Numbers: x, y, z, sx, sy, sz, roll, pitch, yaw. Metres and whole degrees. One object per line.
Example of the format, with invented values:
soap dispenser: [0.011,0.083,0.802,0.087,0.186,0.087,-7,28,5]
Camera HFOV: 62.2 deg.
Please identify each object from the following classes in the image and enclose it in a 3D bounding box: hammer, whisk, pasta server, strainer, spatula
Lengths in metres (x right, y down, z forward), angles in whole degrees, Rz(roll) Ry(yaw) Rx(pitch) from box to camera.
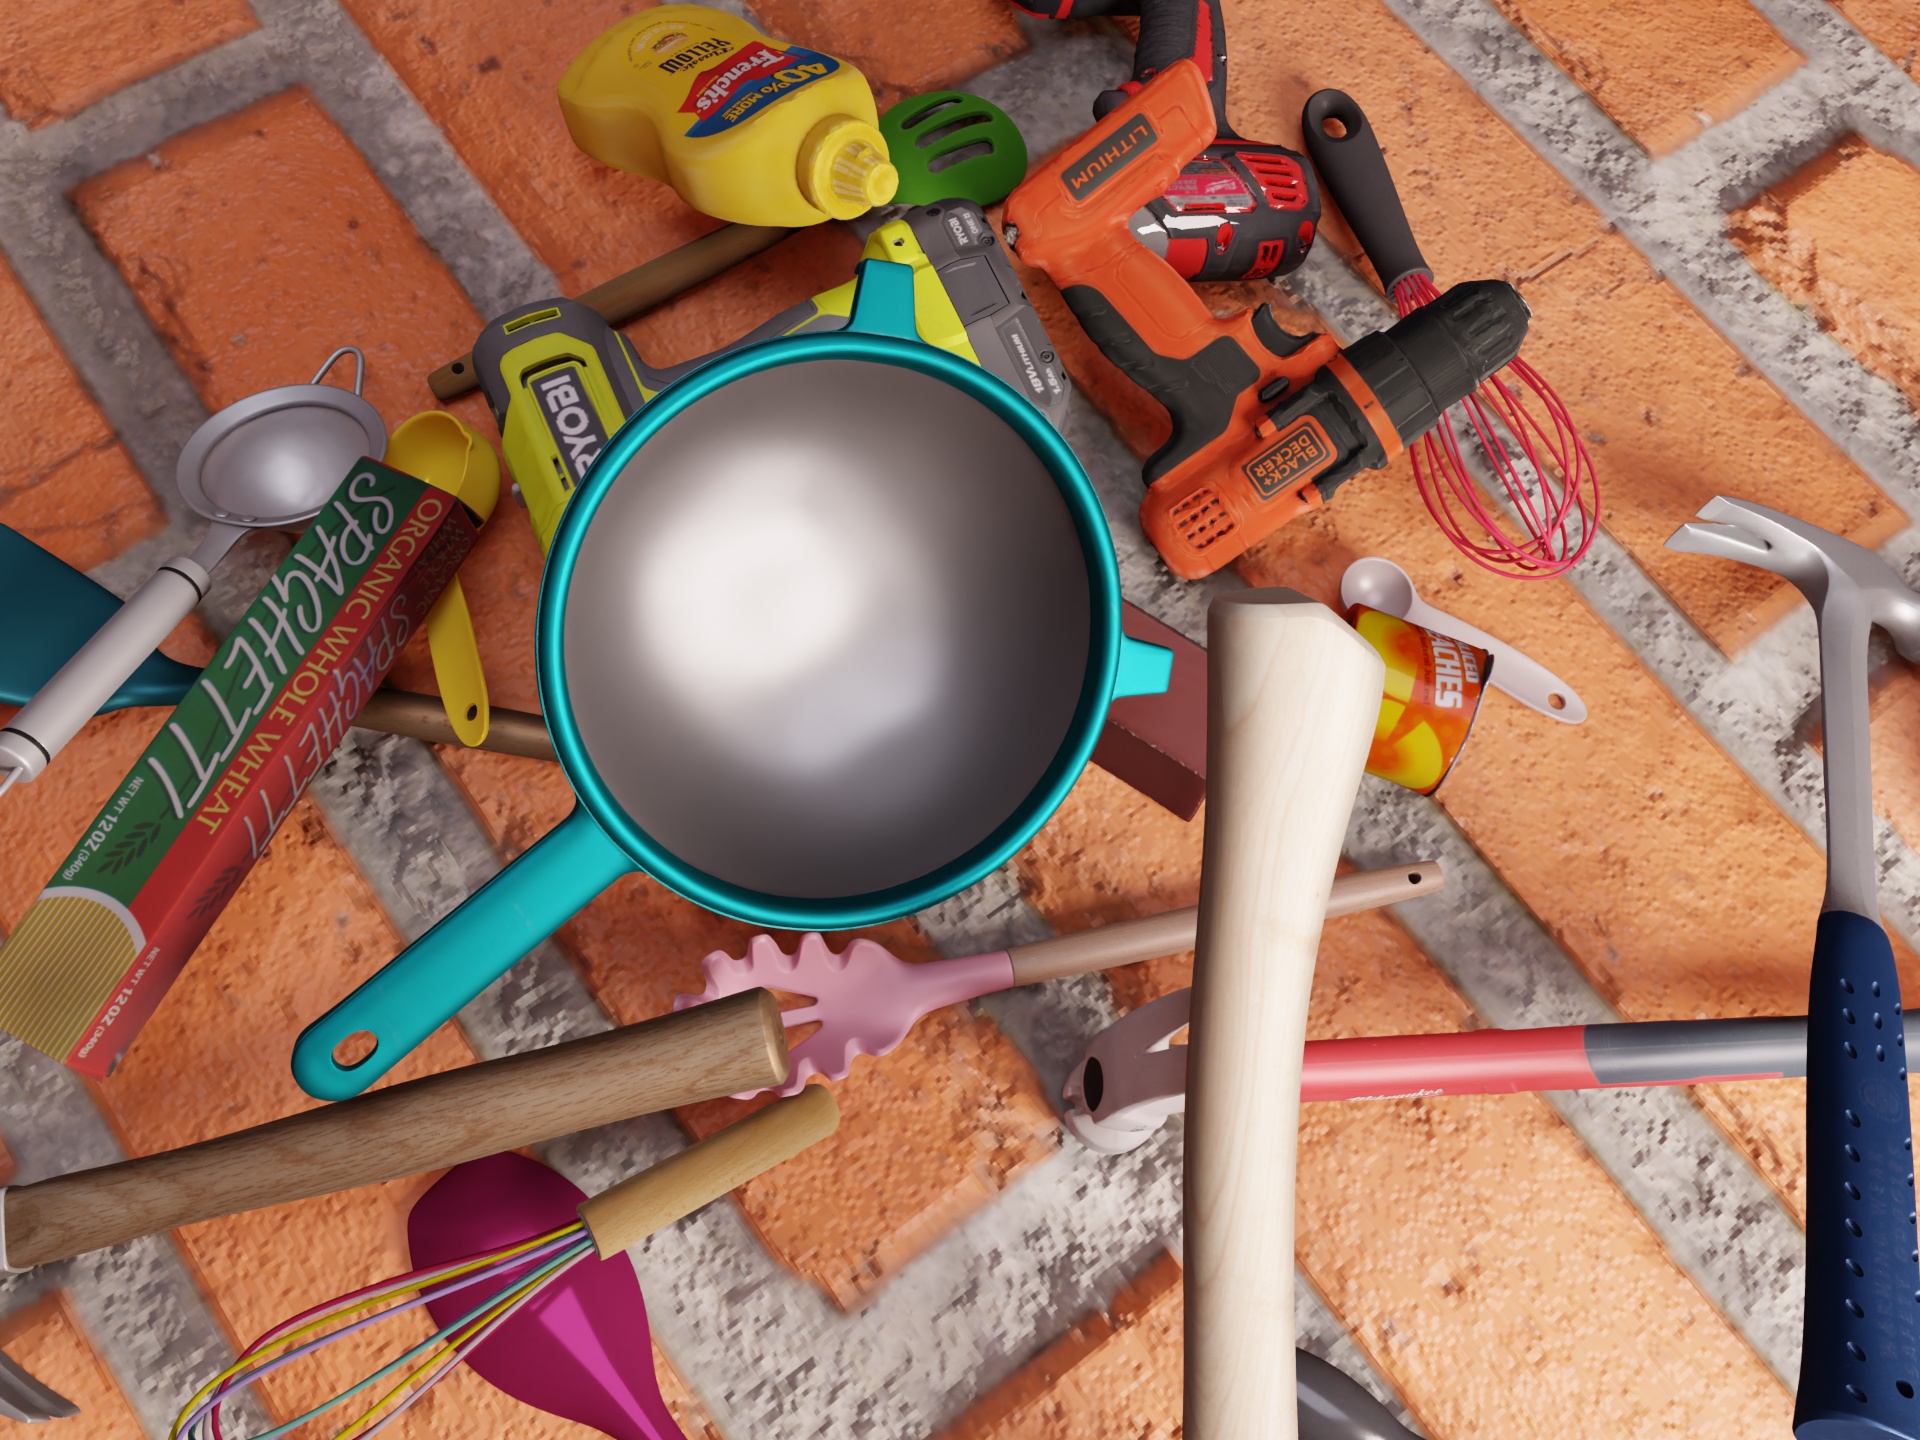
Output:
hammer: [-0.224,0.154,0.565,0.331,0.031,0.130,-14,73,0]
hammer: [0.076,0.165,0.483,0.146,0.038,0.410,-3,104,-8]
whisk: [-0.151,0.194,0.560,0.245,0.051,0.047,-24,93,-25]
pasta server: [0.047,0.092,0.629,0.316,0.040,0.060,-11,77,-10]
whisk: [0.219,0.299,0.553,0.285,0.070,0.070,29,69,12]
strainer: [-0.303,-0.059,0.628,0.087,0.050,0.259,12,47,10]
spatula: [-0.253,-0.013,0.643,0.317,0.044,0.082,10,50,-2]
strainer: [-0.101,0.005,0.583,0.340,0.095,0.210,-40,113,-6]
whisk: [0.218,-0.188,0.743,0.073,0.073,0.296,-11,64,-9]
hammer: [0.325,0.067,0.590,0.144,0.035,0.406,27,51,-3]
hammer: [0.240,0.121,0.588,0.386,0.143,0.038,-1,68,-9]

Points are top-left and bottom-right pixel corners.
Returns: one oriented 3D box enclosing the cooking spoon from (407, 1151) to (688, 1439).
cooking spoon: [-0.083,0.279,0.556,0.069,0.017,0.319,-41,76,-17]

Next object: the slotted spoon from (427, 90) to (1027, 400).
slotted spoon: [-0.104,-0.223,0.747,0.314,0.031,0.070,-30,77,-13]

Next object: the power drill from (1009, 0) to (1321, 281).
power drill: [0.081,-0.311,0.766,0.143,0.078,0.220,-6,73,-13]

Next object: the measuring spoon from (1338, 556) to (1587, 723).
measuring spoon: [0.221,-0.031,0.705,0.124,0.018,0.034,31,69,1]

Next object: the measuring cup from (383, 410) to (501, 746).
measuring cup: [-0.208,-0.057,0.661,0.062,0.029,0.157,-27,67,20]

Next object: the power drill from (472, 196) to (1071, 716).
power drill: [-0.073,-0.114,0.681,0.228,0.080,0.191,-23,76,-10]
